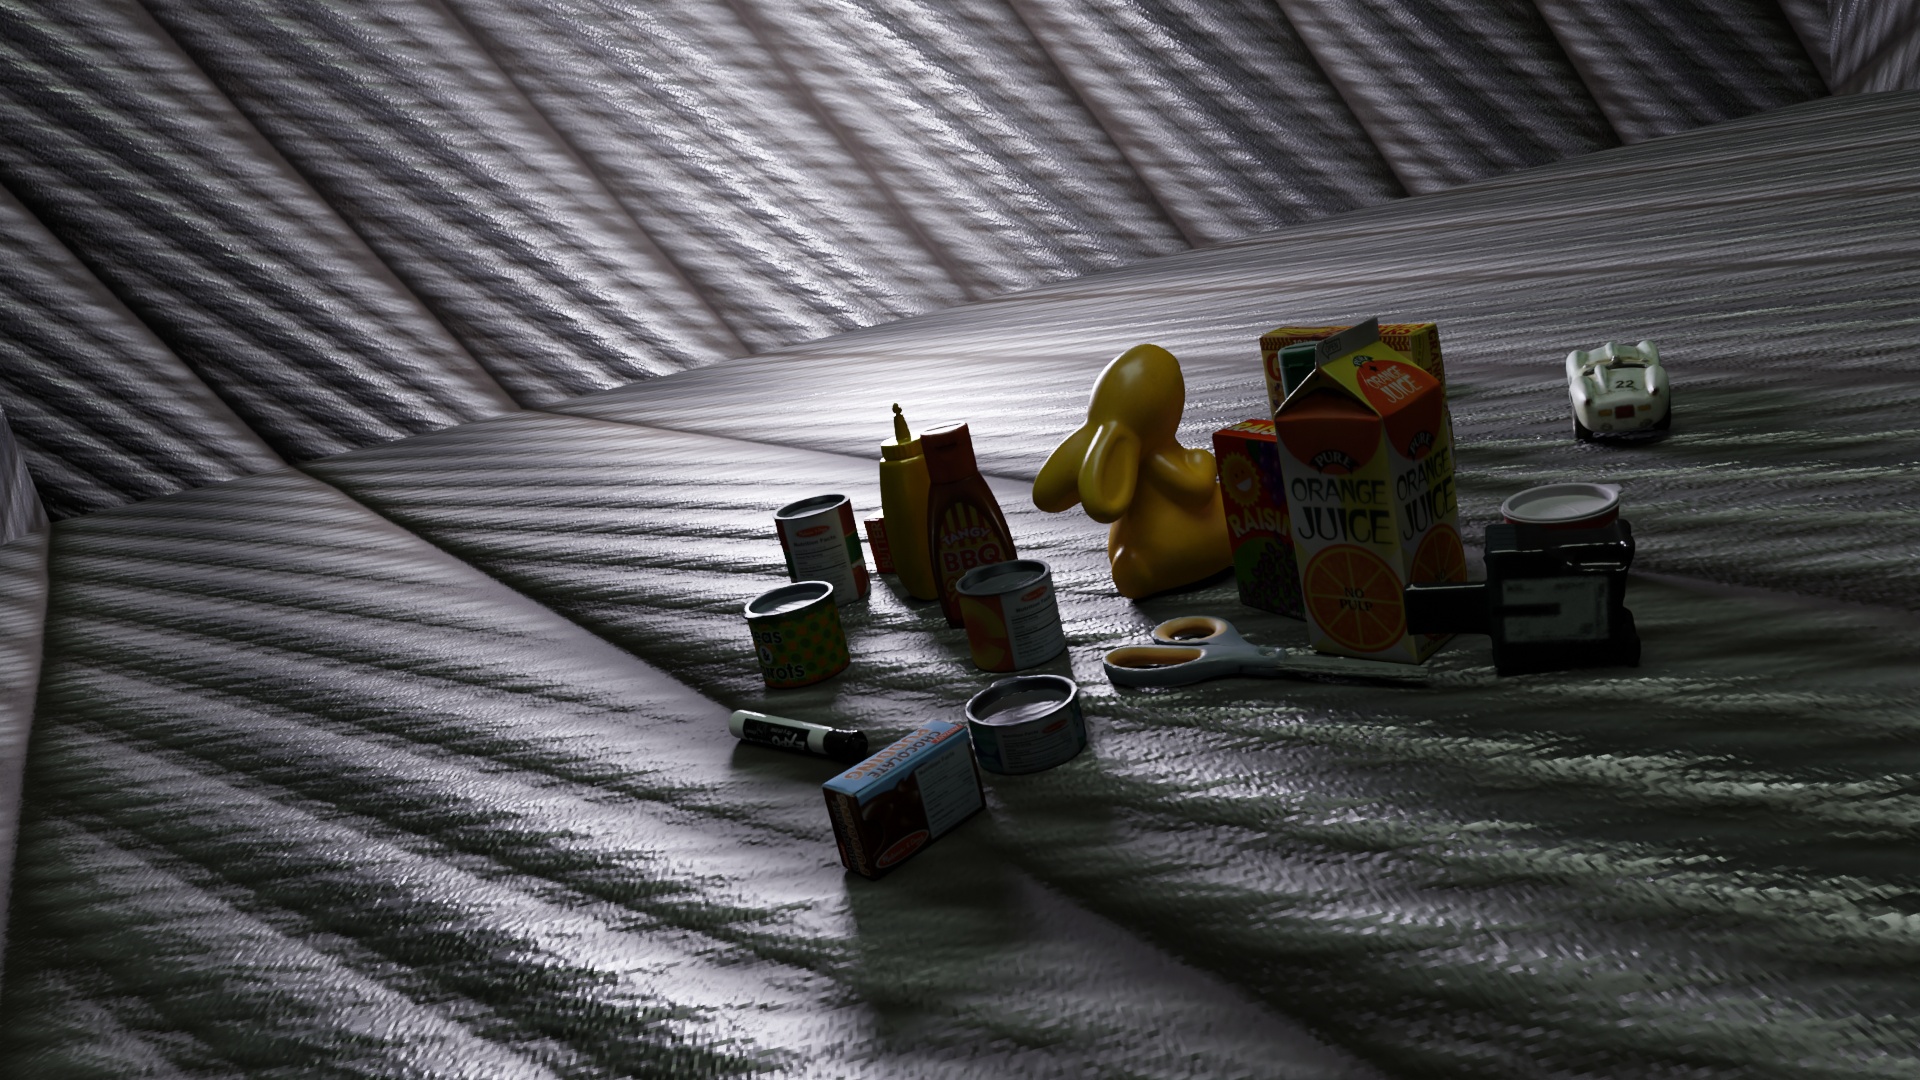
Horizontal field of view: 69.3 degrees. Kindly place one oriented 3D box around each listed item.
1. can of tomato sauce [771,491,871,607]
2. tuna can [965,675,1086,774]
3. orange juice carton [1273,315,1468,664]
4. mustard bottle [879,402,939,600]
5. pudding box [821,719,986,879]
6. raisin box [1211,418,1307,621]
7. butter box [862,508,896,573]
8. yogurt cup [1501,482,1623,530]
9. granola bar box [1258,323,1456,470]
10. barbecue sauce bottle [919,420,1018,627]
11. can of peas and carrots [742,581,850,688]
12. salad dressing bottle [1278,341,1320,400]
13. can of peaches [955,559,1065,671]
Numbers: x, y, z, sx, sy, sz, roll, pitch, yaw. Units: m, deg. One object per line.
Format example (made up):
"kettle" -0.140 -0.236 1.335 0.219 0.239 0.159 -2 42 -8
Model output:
"can of tomato sauce" -0.115 0.009 1.167 0.071 0.083 0.071 -12 16 4
"tuna can" 0.037 0.105 0.804 0.071 0.032 0.071 -12 16 4
"orange juice carton" 0.242 -0.031 0.818 0.072 0.192 0.073 -26 20 -39
"mustard bottle" -0.033 -0.035 1.109 0.065 0.159 0.049 -23 18 -31
"pudding box" -0.028 0.134 0.728 0.084 0.049 0.030 -26 20 -39
"raisin box" 0.215 -0.014 0.908 0.040 0.123 0.086 -20 17 -24
"butter box" -0.041 -0.013 1.237 0.024 0.053 0.104 0 20 39
"yogurt cup" 0.374 0.000 0.860 0.072 0.053 0.072 -12 16 4
"granola bar box" 0.332 -0.118 1.169 0.039 0.124 0.165 -22 18 -29
"barbecue sauce bottle" 0.004 -0.013 1.026 0.065 0.148 0.044 -12 15 4
"can of peas and carrots" -0.120 0.069 1.008 0.071 0.058 0.071 -12 16 4
"salad dressing bottle" 0.263 -0.071 1.020 0.064 0.147 0.044 -2 19 35
"can of peaches" 0.034 0.051 0.950 0.071 0.058 0.071 -12 16 4
